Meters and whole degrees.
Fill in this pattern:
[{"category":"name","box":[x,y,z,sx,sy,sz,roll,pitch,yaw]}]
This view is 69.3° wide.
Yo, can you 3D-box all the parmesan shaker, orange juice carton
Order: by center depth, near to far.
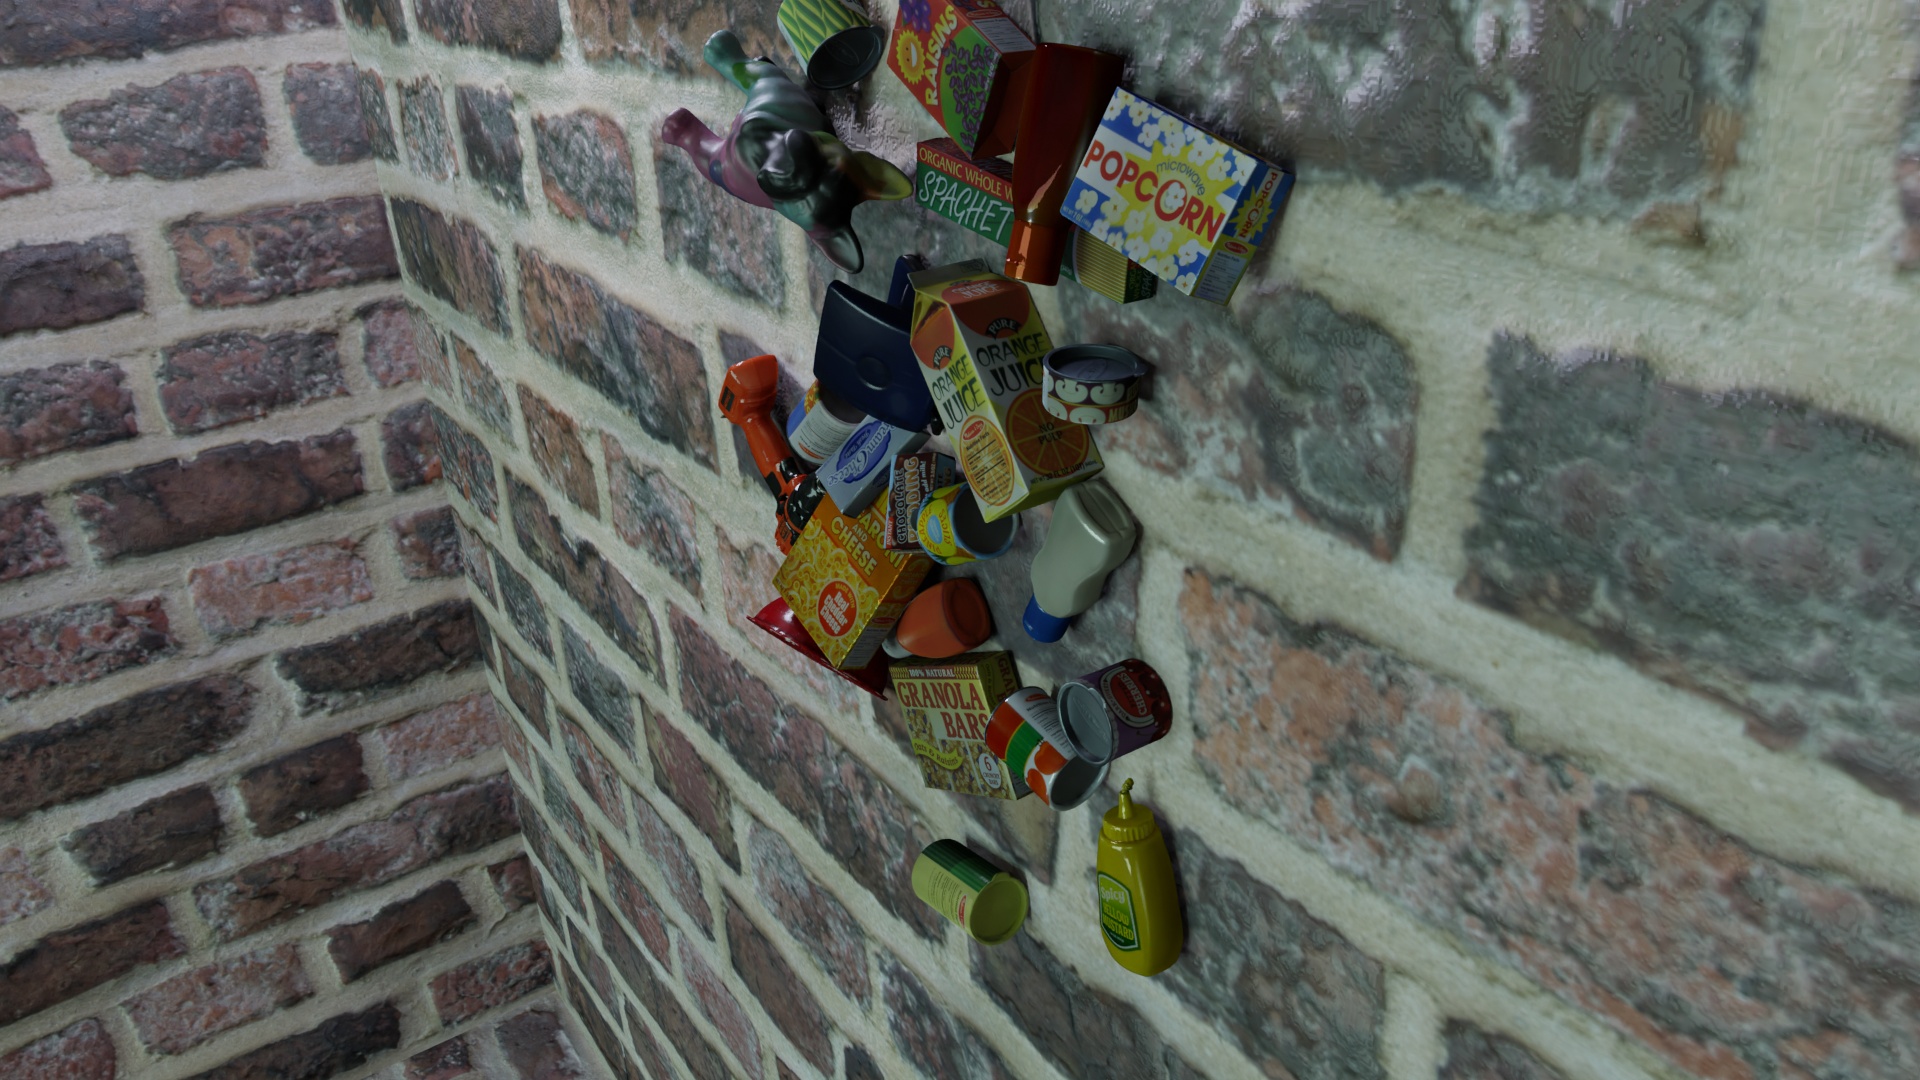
[{"category":"orange juice carton","box":[0.025,-0.119,1.032,0.072,0.072,0.193,-34,77,59]},{"category":"parmesan shaker","box":[0.008,0.326,1.308,0.103,0.071,0.071,18,121,55]}]

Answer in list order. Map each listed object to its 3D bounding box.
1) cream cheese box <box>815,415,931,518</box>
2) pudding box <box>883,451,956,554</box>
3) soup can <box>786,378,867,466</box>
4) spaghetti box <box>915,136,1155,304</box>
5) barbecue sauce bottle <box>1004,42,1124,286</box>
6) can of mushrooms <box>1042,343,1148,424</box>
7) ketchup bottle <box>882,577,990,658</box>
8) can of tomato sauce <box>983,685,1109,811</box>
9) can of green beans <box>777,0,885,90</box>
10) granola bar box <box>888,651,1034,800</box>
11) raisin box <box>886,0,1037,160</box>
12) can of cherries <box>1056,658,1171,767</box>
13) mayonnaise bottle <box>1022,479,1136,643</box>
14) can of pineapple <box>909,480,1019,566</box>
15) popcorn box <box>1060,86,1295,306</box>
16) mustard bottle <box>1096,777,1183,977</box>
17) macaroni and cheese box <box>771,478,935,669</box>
[{"category":"cream cheese box","box":[-0.077,-0.074,1.215,0.103,0.024,0.053,-46,58,14]},{"category":"pudding box","box":[-0.034,-0.031,1.172,0.049,0.030,0.084,-2,77,34]},{"category":"soup can","box":[-0.114,-0.117,1.269,0.083,0.071,0.071,-41,71,57]},{"category":"spaghetti box","box":[0.046,-0.230,0.980,0.251,0.029,0.050,37,135,44]},{"category":"barbecue sauce bottle","box":[0.061,-0.241,0.895,0.065,0.044,0.148,29,112,47]},{"category":"can of mushrooms","box":[0.091,-0.106,0.940,0.071,0.071,0.033,35,134,45]},{"category":"ketchup bottle","box":[-0.027,0.077,1.252,0.148,0.044,0.065,-27,82,60]},{"category":"can of tomato sauce","box":[0.070,0.169,1.120,0.083,0.071,0.070,40,137,41]},{"category":"can of green beans","box":[-0.103,-0.400,1.094,0.058,0.071,0.071,62,148,17]},{"category":"granola bar box","box":[0.005,0.164,1.251,0.165,0.039,0.124,-10,98,60]},{"category":"raisin box","box":[-0.001,-0.342,0.986,0.124,0.040,0.085,55,147,28]},{"category":"can of cherries","box":[0.115,0.126,1.031,0.071,0.058,0.071,35,133,47]},{"category":"mayonnaise bottle","box":[0.083,0.022,1.045,0.065,0.041,0.147,56,147,26]},{"category":"can of pineapple","box":[0.004,-0.014,1.125,0.057,0.071,0.071,-13,95,59]},{"category":"popcorn box","box":[0.125,-0.206,0.828,0.127,0.038,0.085,44,117,39]},{"category":"mustard bottle","box":[0.134,0.257,1.080,0.065,0.049,0.159,14,118,54]},{"category":"macaroni and cheese box","box":[-0.091,0.015,1.260,0.124,0.040,0.165,49,116,32]}]
